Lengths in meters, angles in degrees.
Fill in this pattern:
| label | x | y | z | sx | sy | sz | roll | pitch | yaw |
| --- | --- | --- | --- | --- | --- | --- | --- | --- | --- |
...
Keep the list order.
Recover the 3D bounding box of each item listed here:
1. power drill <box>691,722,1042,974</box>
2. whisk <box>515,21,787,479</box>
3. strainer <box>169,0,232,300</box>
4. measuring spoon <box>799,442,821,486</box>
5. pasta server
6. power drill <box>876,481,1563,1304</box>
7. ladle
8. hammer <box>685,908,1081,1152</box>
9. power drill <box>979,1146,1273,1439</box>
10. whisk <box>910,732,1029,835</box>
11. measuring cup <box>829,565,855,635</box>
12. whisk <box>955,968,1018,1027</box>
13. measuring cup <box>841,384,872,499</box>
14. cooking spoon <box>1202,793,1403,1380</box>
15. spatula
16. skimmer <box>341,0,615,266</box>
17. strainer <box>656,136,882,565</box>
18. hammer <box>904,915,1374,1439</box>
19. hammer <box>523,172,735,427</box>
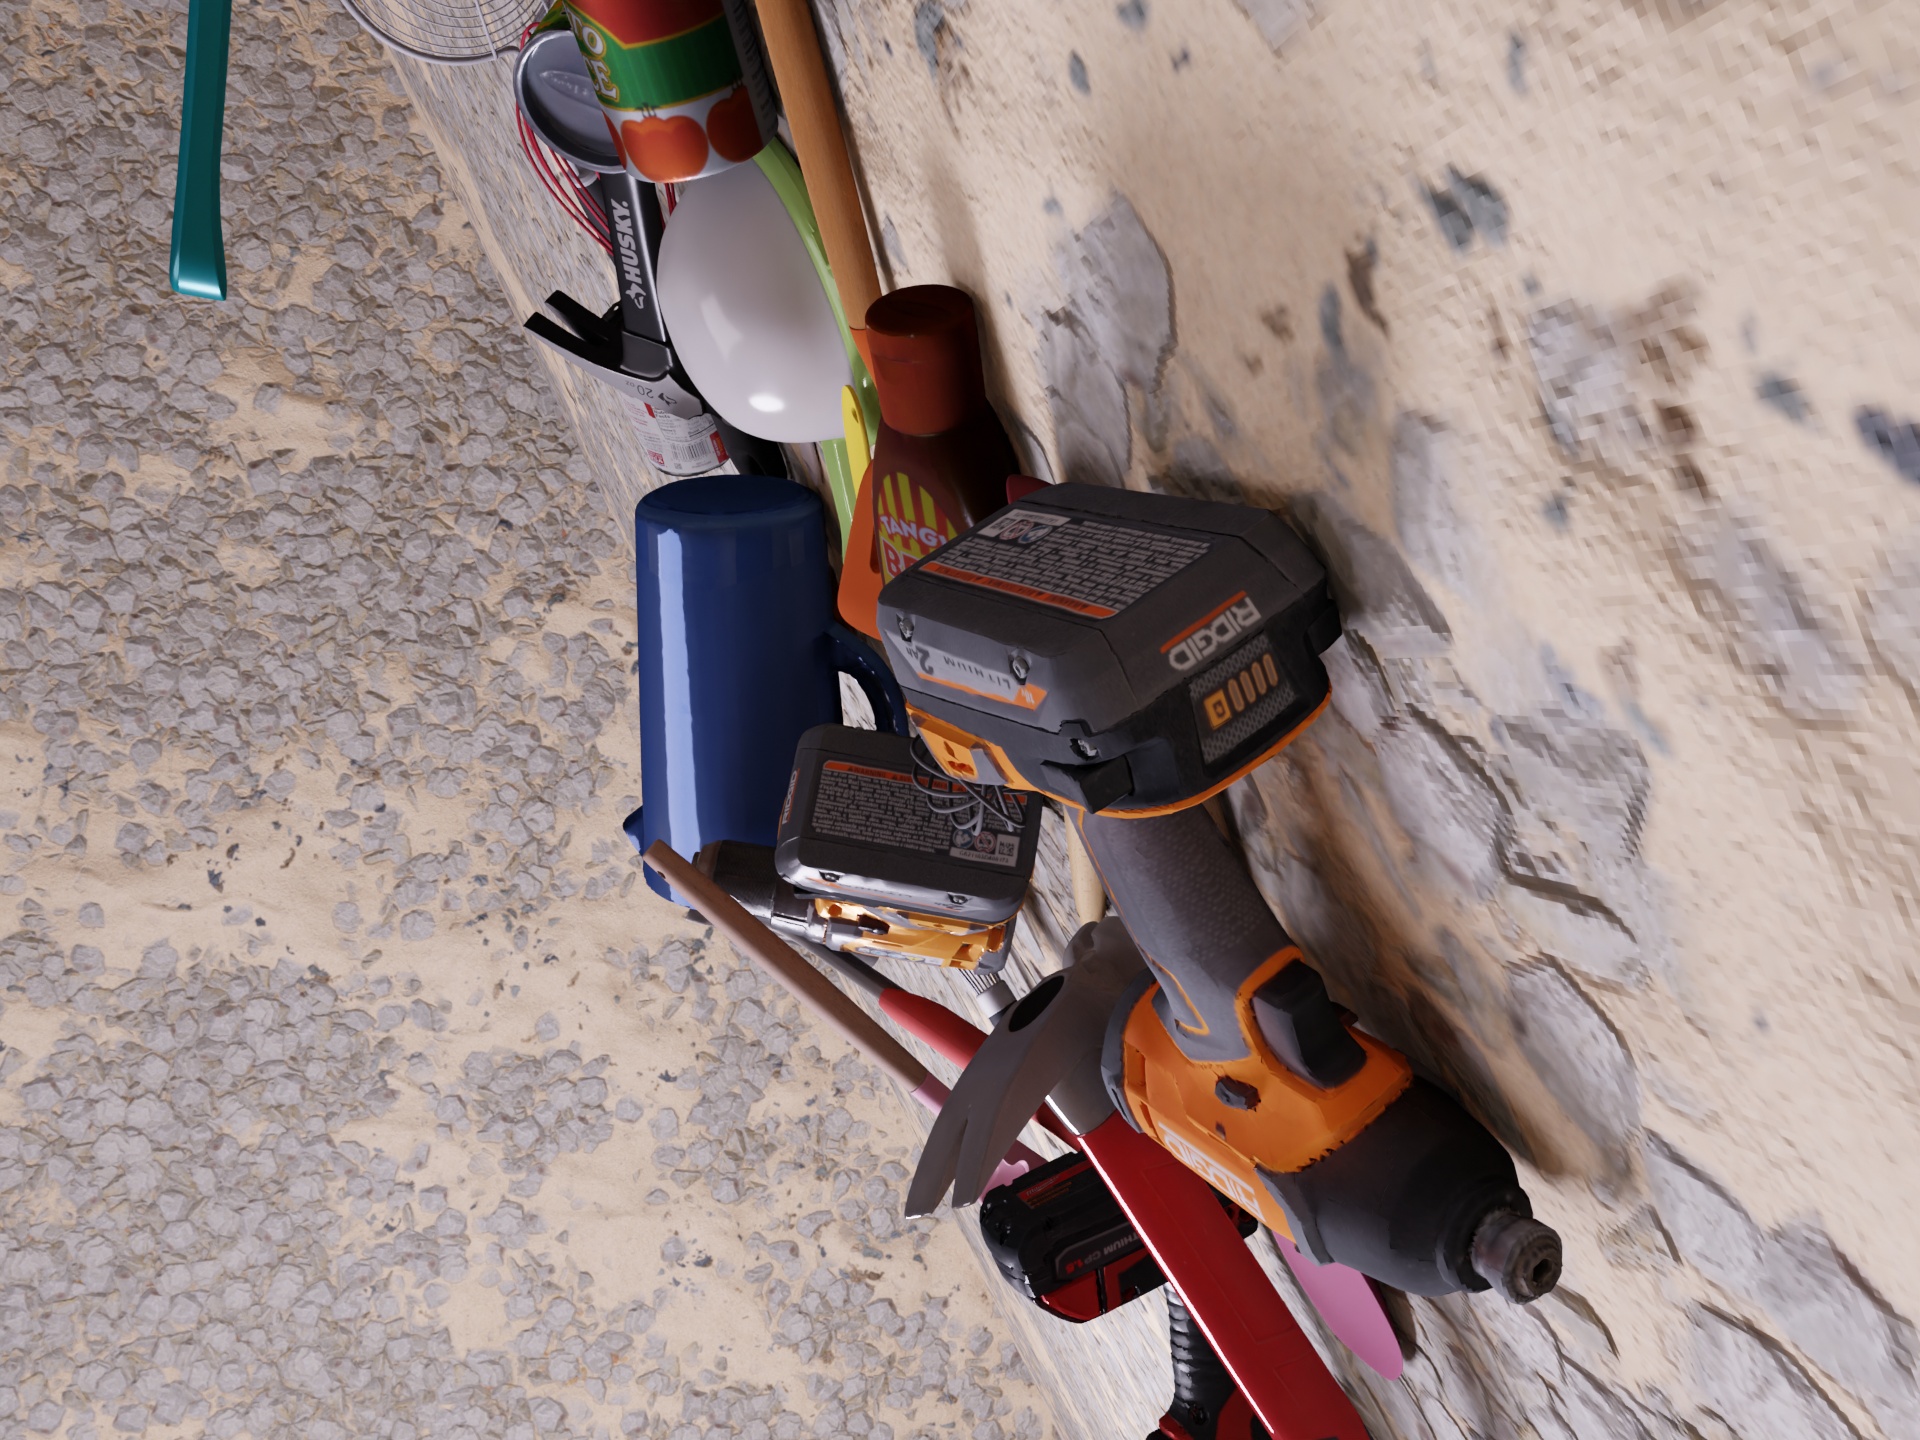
| label | x | y | z | sx | sy | sz | roll | pitch | yaw |
| --- | --- | --- | --- | --- | --- | --- | --- | --- | --- |
| power drill | -0.054 | 0.074 | 0.823 | 0.226 | 0.185 | 0.084 | 104 | 176 | -70 |
| whisk | -0.167 | -0.251 | 0.904 | 0.073 | 0.073 | 0.295 | 47 | 165 | 55 |
| strainer | -0.150 | -0.277 | 0.421 | 0.211 | 0.095 | 0.340 | -132 | 52 | -62 |
| measuring spoon | -0.096 | -0.171 | 0.852 | 0.034 | 0.018 | 0.124 | 53 | 165 | 41 |
| pasta server | -0.045 | 0.175 | 0.820 | 0.316 | 0.040 | 0.060 | 43 | 148 | -9 |
| power drill | 0.076 | 0.055 | 0.434 | 0.164 | 0.084 | 0.226 | 23 | 143 | 59 |
| ladle | 0.046 | 0.014 | 0.612 | 0.315 | 0.031 | 0.069 | 79 | 179 | -59 |
| hammer | -0.011 | 0.179 | 0.915 | 0.149 | 0.037 | 0.359 | 24 | 180 | -43 |
| power drill | 0.083 | 0.319 | 0.731 | 0.080 | 0.188 | 0.226 | 166 | 82 | -78 |
| whisk | -0.002 | -0.002 | 0.688 | 0.239 | 0.055 | 0.055 | -116 | 3 | -76 |
| measuring cup | -0.093 | -0.041 | 1.033 | 0.173 | 0.052 | 0.095 | 66 | 168 | 1 |
| whisk | 0.006 | 0.152 | 1.033 | 0.285 | 0.070 | 0.070 | 56 | 167 | 9 |
| measuring cup | -0.028 | -0.091 | 0.715 | 0.062 | 0.029 | 0.156 | 55 | 163 | 37 |
| cooking spoon | 0.115 | 0.126 | 0.577 | 0.069 | 0.017 | 0.318 | 29 | 145 | 56 |
| spatula | -0.046 | -0.166 | 0.588 | 0.081 | 0.041 | 0.322 | 20 | 139 | 39 |
| skimmer | -0.256 | -0.375 | 0.935 | 0.090 | 0.127 | 0.363 | 45 | 174 | 10 |
| strainer | -0.088 | -0.146 | 0.743 | 0.152 | 0.069 | 0.256 | 54 | 164 | 38 |
| hammer | 0.122 | 0.263 | 0.566 | 0.038 | 0.143 | 0.386 | -25 | 102 | 39 |
| hammer | -0.170 | -0.284 | 0.775 | 0.146 | 0.035 | 0.334 | 21 | 148 | 13 |
